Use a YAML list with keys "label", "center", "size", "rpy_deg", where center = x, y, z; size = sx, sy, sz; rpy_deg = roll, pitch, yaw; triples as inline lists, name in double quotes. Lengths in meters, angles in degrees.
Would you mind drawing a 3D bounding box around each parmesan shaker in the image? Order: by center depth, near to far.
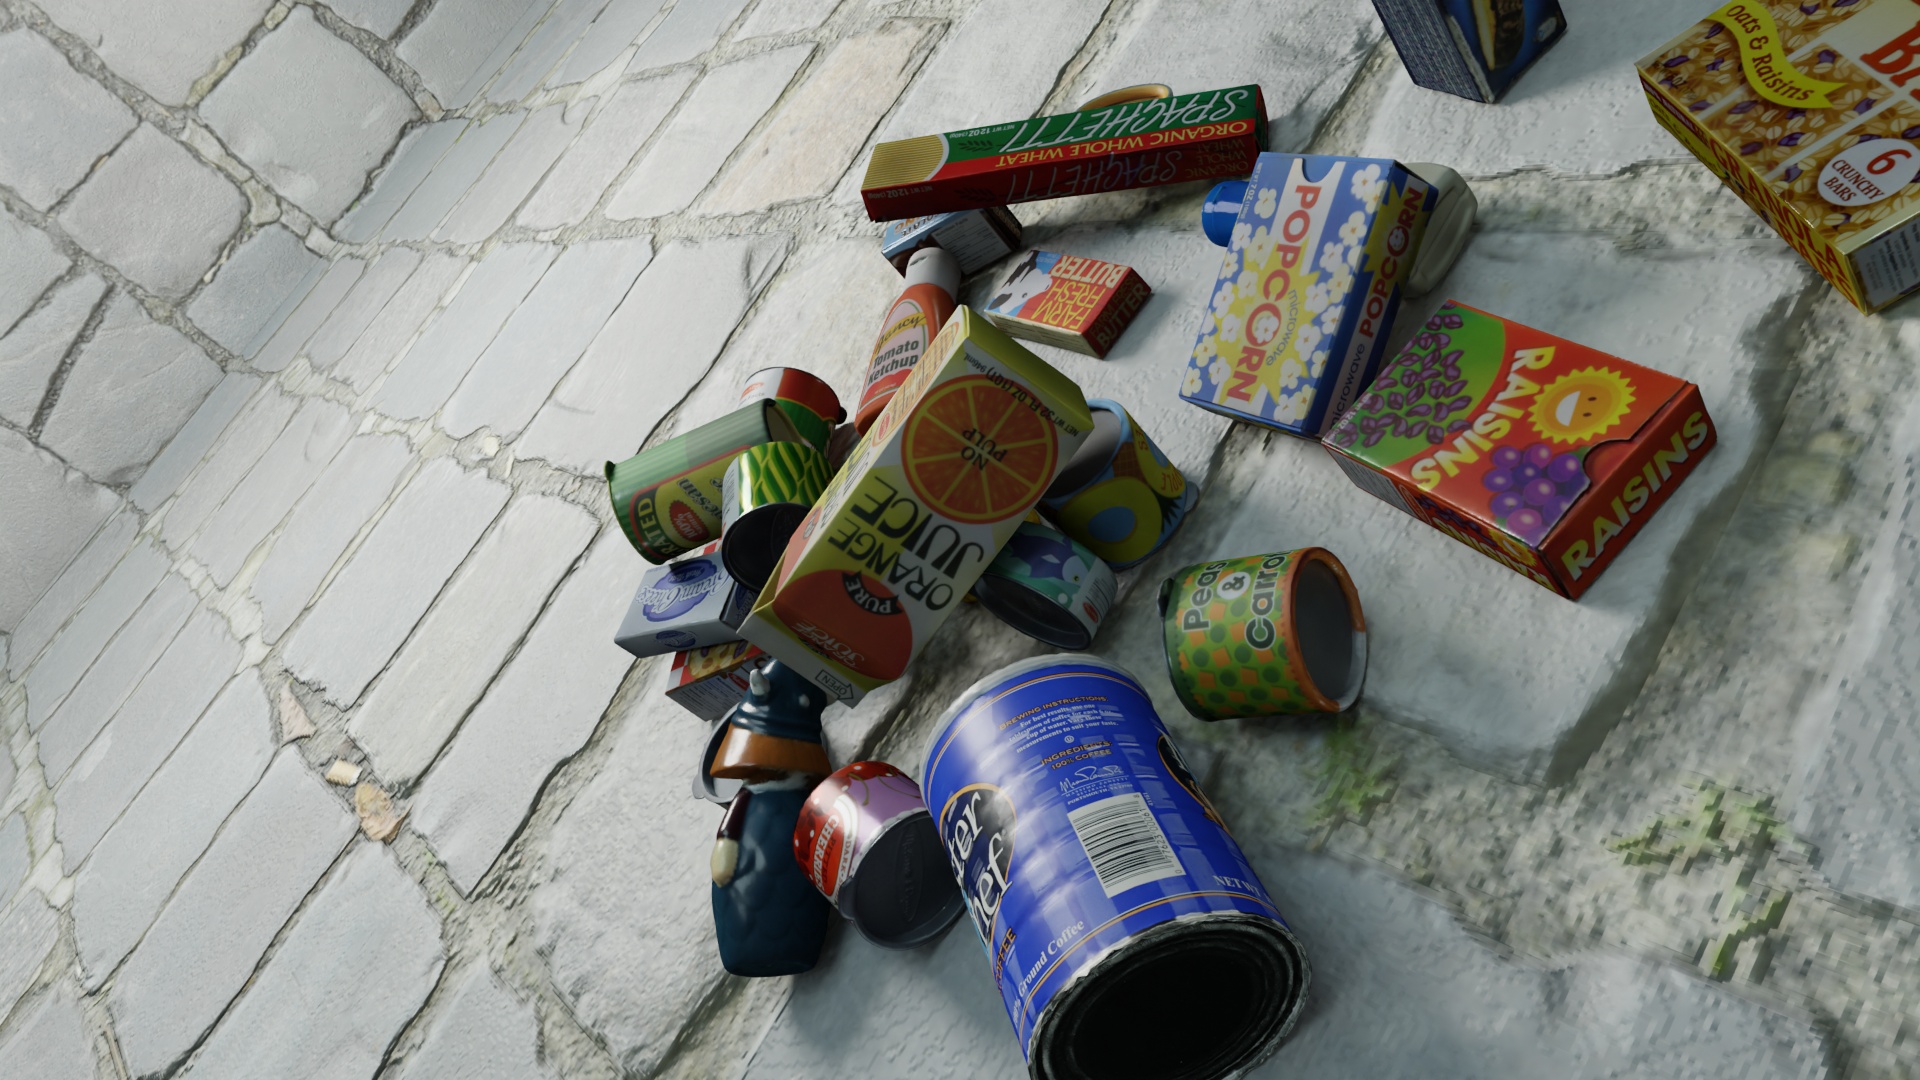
- label: "parmesan shaker"
  center: [-0.147, -0.037, 0.817]
  size: [0.103, 0.071, 0.071]
  rpy_deg: [-23, 40, 10]

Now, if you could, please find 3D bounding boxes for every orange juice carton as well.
- label: "orange juice carton"
  center: [-0.025, -0.008, 0.652]
  size: [0.192, 0.072, 0.073]
  rpy_deg: [-53, 13, 16]

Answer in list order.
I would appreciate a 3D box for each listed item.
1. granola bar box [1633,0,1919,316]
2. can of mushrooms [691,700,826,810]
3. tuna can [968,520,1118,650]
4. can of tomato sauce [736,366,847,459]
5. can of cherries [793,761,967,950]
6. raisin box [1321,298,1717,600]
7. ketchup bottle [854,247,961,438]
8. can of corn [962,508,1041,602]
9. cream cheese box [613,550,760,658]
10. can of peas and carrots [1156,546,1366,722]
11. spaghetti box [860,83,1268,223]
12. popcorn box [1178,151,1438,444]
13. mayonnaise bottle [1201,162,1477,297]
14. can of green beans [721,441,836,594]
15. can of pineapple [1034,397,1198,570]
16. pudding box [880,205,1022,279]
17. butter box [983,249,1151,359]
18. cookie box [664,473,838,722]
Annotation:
- label: "granola bar box"
  center: [0.364, -0.176, 0.541]
  size: [0.124, 0.039, 0.166]
  rpy_deg: [-32, 38, 20]
- label: "can of mushrooms"
  center: [-0.108, 0.119, 0.746]
  size: [0.071, 0.033, 0.071]
  rpy_deg: [-26, 41, 26]
- label: "tuna can"
  center: [0.037, 0.020, 0.662]
  size: [0.071, 0.071, 0.033]
  rpy_deg: [7, 60, 49]
- label: "can of tomato sauce"
  center: [-0.116, -0.059, 0.900]
  size: [0.071, 0.071, 0.083]
  rpy_deg: [-19, 45, 34]
- label: "can of cherries"
  center: [-0.036, 0.139, 0.620]
  size: [0.071, 0.071, 0.058]
  rpy_deg: [-53, 36, -8]
- label: "raisin box"
  center: [0.220, -0.041, 0.559]
  size: [0.086, 0.040, 0.124]
  rpy_deg: [-47, 36, -1]
- label: "ketchup bottle"
  center: [-0.026, -0.126, 0.888]
  size: [0.064, 0.043, 0.149]
  rpy_deg: [-20, 43, 32]
- label: "can of corn"
  center: [0.003, -0.009, 0.734]
  size: [0.071, 0.058, 0.071]
  rpy_deg: [-27, 40, 25]
- label: "cream cheese box"
  center: [-0.156, 0.036, 0.814]
  size: [0.103, 0.024, 0.053]
  rpy_deg: [-13, 49, 40]
- label: "can of peas and carrots"
  center: [0.121, 0.037, 0.558]
  size: [0.058, 0.071, 0.071]
  rpy_deg: [-11, 49, 39]
- label: "spaghetti box"
  center: [0.061, -0.235, 0.849]
  size: [0.250, 0.028, 0.050]
  rpy_deg: [-3, 51, 19]
- label: "popcorn box"
  center: [0.161, -0.114, 0.653]
  size: [0.085, 0.038, 0.126]
  rpy_deg: [26, 100, 54]
- label: "mayonnaise bottle"
  center: [0.186, -0.162, 0.709]
  size: [0.148, 0.041, 0.065]
  rpy_deg: [25, 82, 54]
- label: "can of green beans"
  center: [-0.097, -0.012, 0.761]
  size: [0.071, 0.071, 0.058]
  rpy_deg: [-34, 37, 18]
- label: "can of pineapple"
  center: [0.071, -0.029, 0.683]
  size: [0.071, 0.057, 0.071]
  rpy_deg: [-27, 40, 25]
- label: "pudding box"
  center: [-0.006, -0.204, 0.937]
  size: [0.083, 0.049, 0.030]
  rpy_deg: [-22, 41, 30]
- label: "butter box"
  center: [0.063, -0.143, 0.830]
  size: [0.053, 0.024, 0.103]
  rpy_deg: [-53, 36, -8]
- label: "cookie box"
  center: [-0.090, 0.025, 0.812]
  size: [0.167, 0.040, 0.123]
  rpy_deg: [-22, 42, 31]
